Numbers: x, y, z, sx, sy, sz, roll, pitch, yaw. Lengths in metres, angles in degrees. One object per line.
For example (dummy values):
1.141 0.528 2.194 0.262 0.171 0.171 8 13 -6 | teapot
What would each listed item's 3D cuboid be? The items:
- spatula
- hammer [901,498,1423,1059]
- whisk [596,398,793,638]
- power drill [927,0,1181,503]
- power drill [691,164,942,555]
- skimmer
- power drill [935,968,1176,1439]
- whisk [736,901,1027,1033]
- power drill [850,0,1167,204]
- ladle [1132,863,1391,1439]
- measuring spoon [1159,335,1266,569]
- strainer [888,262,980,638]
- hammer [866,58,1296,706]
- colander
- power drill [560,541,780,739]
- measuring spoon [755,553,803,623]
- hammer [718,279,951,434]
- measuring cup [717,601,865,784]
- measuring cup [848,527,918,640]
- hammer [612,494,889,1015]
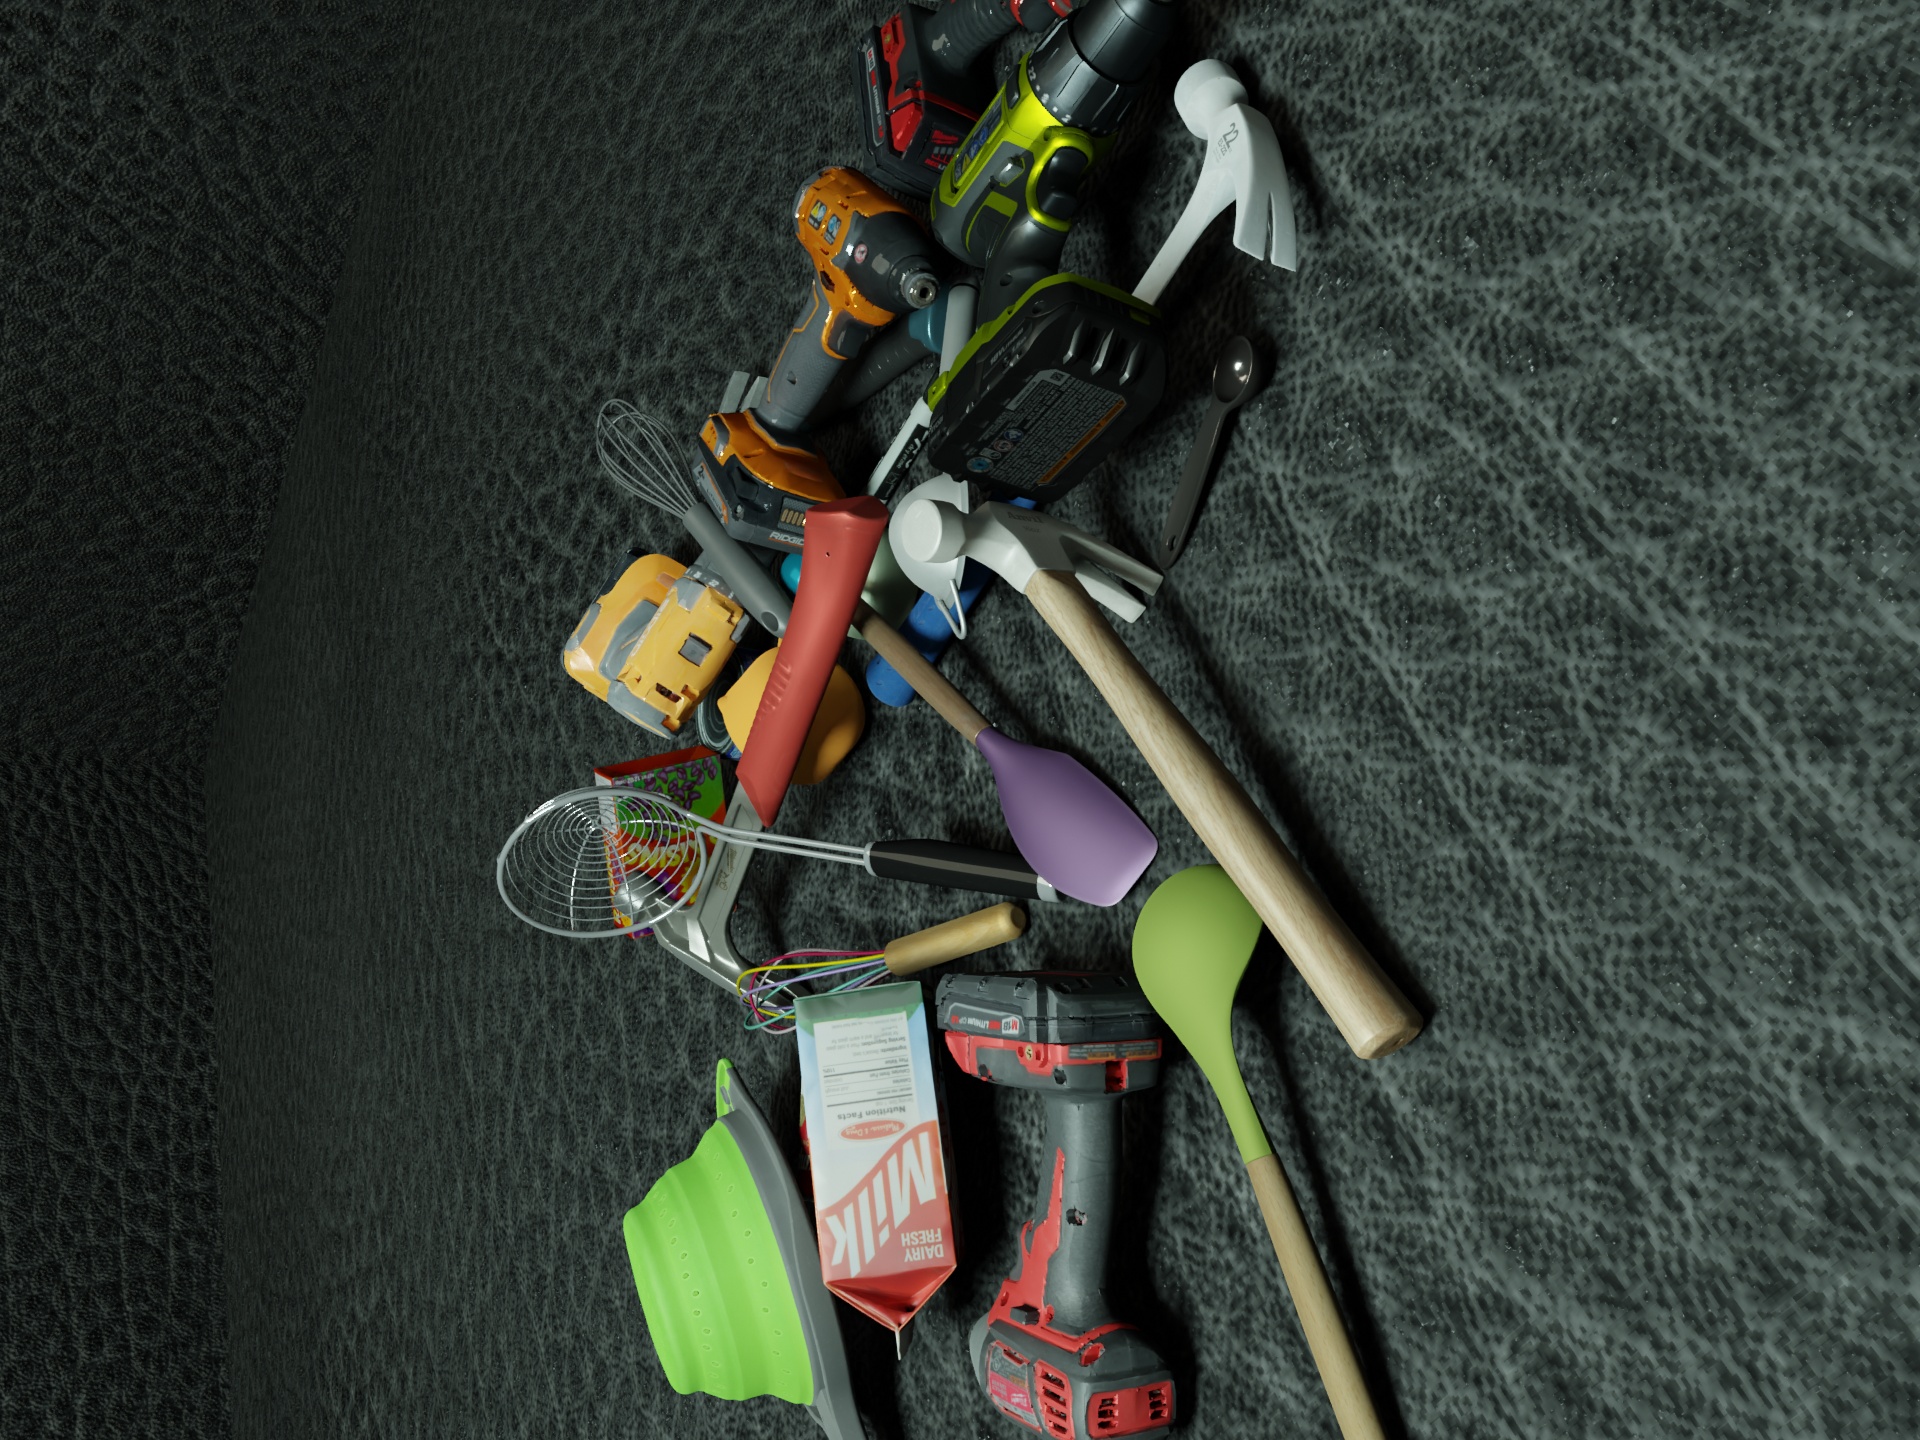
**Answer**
-0.001 -0.003 0.900 0.060 0.018 0.316 -53 50 9 | spatula
0.099 0.013 0.730 0.332 0.130 0.031 56 129 32 | hammer
-0.182 -0.137 1.089 0.239 0.055 0.055 49 126 24 | whisk
0.048 -0.244 0.796 0.190 0.080 0.229 -39 43 52 | power drill
-0.085 -0.222 1.007 0.226 0.084 0.164 -64 35 21 | power drill
-0.111 0.097 0.924 0.363 0.127 0.090 5 53 31 | skimmer
0.043 0.234 0.779 0.143 0.078 0.220 -15 75 62 | power drill
-0.055 0.146 0.952 0.245 0.051 0.047 -25 94 41 | whisk
0.033 -0.397 0.934 0.226 0.080 0.188 -33 57 46 | power drill
0.146 0.209 0.673 0.078 0.062 0.320 -48 53 47 | ladle
0.126 -0.131 0.794 0.034 0.018 0.124 -118 40 -54 | measuring spoon
-0.009 -0.166 0.922 0.086 0.050 0.259 123 156 -63 | strainer
0.050 -0.150 0.877 0.405 0.035 0.144 -55 33 37 | hammer
-0.111 0.396 0.915 0.204 0.094 0.398 102 146 -52 | colander
-0.211 -0.084 1.191 0.185 0.084 0.226 -60 24 -8 | power drill
-0.128 -0.091 1.105 0.128 0.021 0.042 -26 45 62 | measuring spoon
-0.097 -0.225 1.129 0.331 0.033 0.128 -19 69 53 | hammer
-0.105 -0.037 1.074 0.052 0.095 0.174 -45 30 36 | measuring cup
-0.086 -0.102 1.078 0.168 0.038 0.083 25 105 54 | measuring cup
-0.109 0.024 0.986 0.149 0.037 0.359 30 121 10 | hammer
